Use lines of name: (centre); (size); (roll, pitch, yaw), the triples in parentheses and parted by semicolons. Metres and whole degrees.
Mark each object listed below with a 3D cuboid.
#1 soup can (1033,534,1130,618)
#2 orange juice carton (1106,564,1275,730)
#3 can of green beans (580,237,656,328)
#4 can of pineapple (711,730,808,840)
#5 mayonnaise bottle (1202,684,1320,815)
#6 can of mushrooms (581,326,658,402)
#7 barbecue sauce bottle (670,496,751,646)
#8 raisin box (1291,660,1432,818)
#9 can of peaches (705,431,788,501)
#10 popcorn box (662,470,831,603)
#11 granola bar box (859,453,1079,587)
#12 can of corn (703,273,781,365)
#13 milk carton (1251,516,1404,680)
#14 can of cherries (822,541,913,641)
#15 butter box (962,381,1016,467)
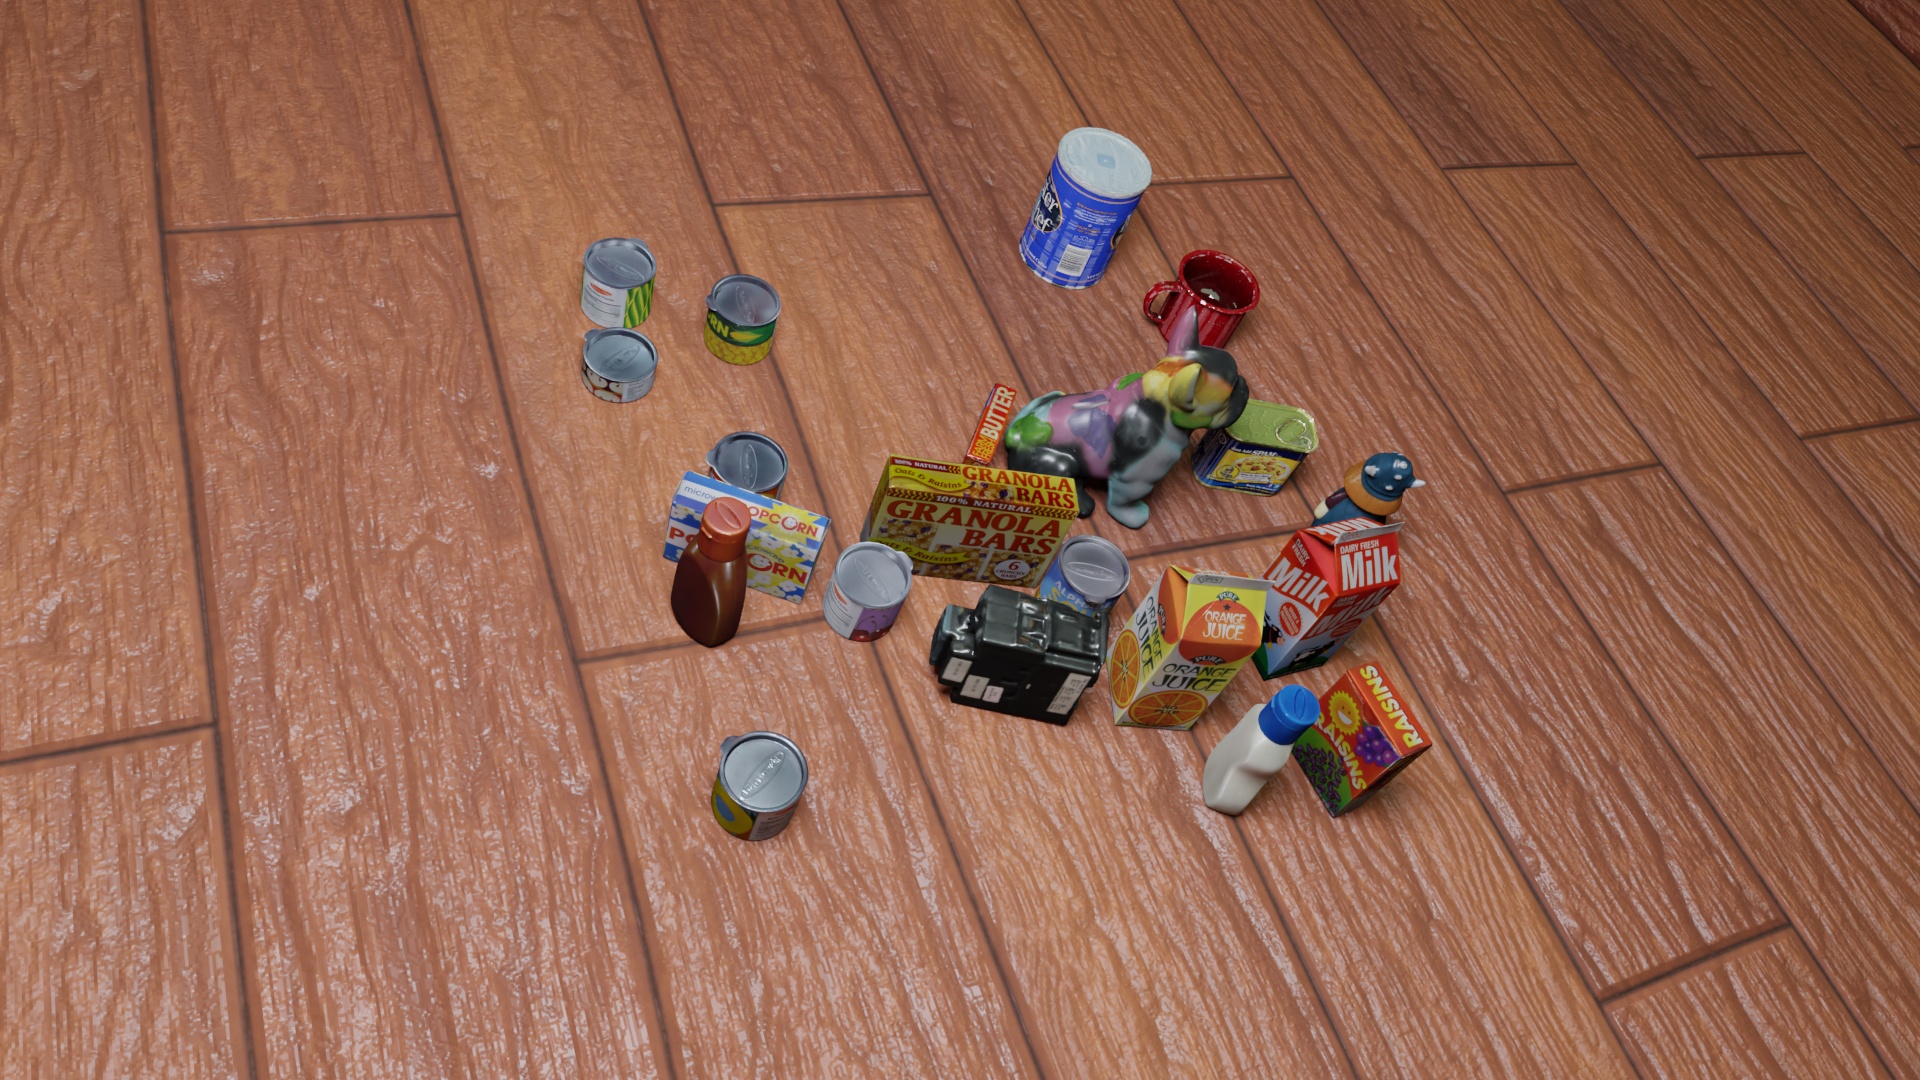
soup can: (0.104, 0.047, 1.224); (0.071, 0.083, 0.072); (9, 53, -13)
orange juice carton: (0.190, 0.082, 1.158); (0.072, 0.191, 0.073); (7, 54, -15)
can of green beans: (-0.321, -0.241, 1.304); (0.071, 0.057, 0.071); (9, 53, -12)
can of pineapple: (-0.154, 0.185, 1.052); (0.071, 0.057, 0.071); (9, 53, -12)
mayonnaise bottle: (0.246, 0.169, 1.143); (0.041, 0.147, 0.065); (20, 52, -5)
can of mushrooms: (-0.312, -0.161, 1.264); (0.071, 0.033, 0.071); (9, 53, -12)
barbecue sauce bottle: (-0.195, 0.023, 1.098); (0.044, 0.147, 0.065); (-30, 69, -33)
raisin box: (0.336, 0.171, 1.188); (0.040, 0.122, 0.086); (-13, 61, -27)
can of peaches: (-0.190, -0.052, 1.212); (0.071, 0.057, 0.071); (9, 53, -12)
popcorn box: (-0.180, -0.002, 1.161); (0.127, 0.084, 0.038); (19, 52, -5)
granola bar box: (0.004, -0.015, 1.209); (0.166, 0.123, 0.039); (7, 54, -14)
can of corn: (-0.210, -0.209, 1.318); (0.071, 0.058, 0.071); (9, 53, -12)
milk carton: (0.320, 0.042, 1.233); (0.072, 0.189, 0.074); (-10, 59, -25)
can of cherries: (-0.078, 0.044, 1.180); (0.071, 0.058, 0.072); (9, 53, -12)
butter box: (0.024, -0.097, 1.321); (0.024, 0.052, 0.104); (23, 51, -2)
